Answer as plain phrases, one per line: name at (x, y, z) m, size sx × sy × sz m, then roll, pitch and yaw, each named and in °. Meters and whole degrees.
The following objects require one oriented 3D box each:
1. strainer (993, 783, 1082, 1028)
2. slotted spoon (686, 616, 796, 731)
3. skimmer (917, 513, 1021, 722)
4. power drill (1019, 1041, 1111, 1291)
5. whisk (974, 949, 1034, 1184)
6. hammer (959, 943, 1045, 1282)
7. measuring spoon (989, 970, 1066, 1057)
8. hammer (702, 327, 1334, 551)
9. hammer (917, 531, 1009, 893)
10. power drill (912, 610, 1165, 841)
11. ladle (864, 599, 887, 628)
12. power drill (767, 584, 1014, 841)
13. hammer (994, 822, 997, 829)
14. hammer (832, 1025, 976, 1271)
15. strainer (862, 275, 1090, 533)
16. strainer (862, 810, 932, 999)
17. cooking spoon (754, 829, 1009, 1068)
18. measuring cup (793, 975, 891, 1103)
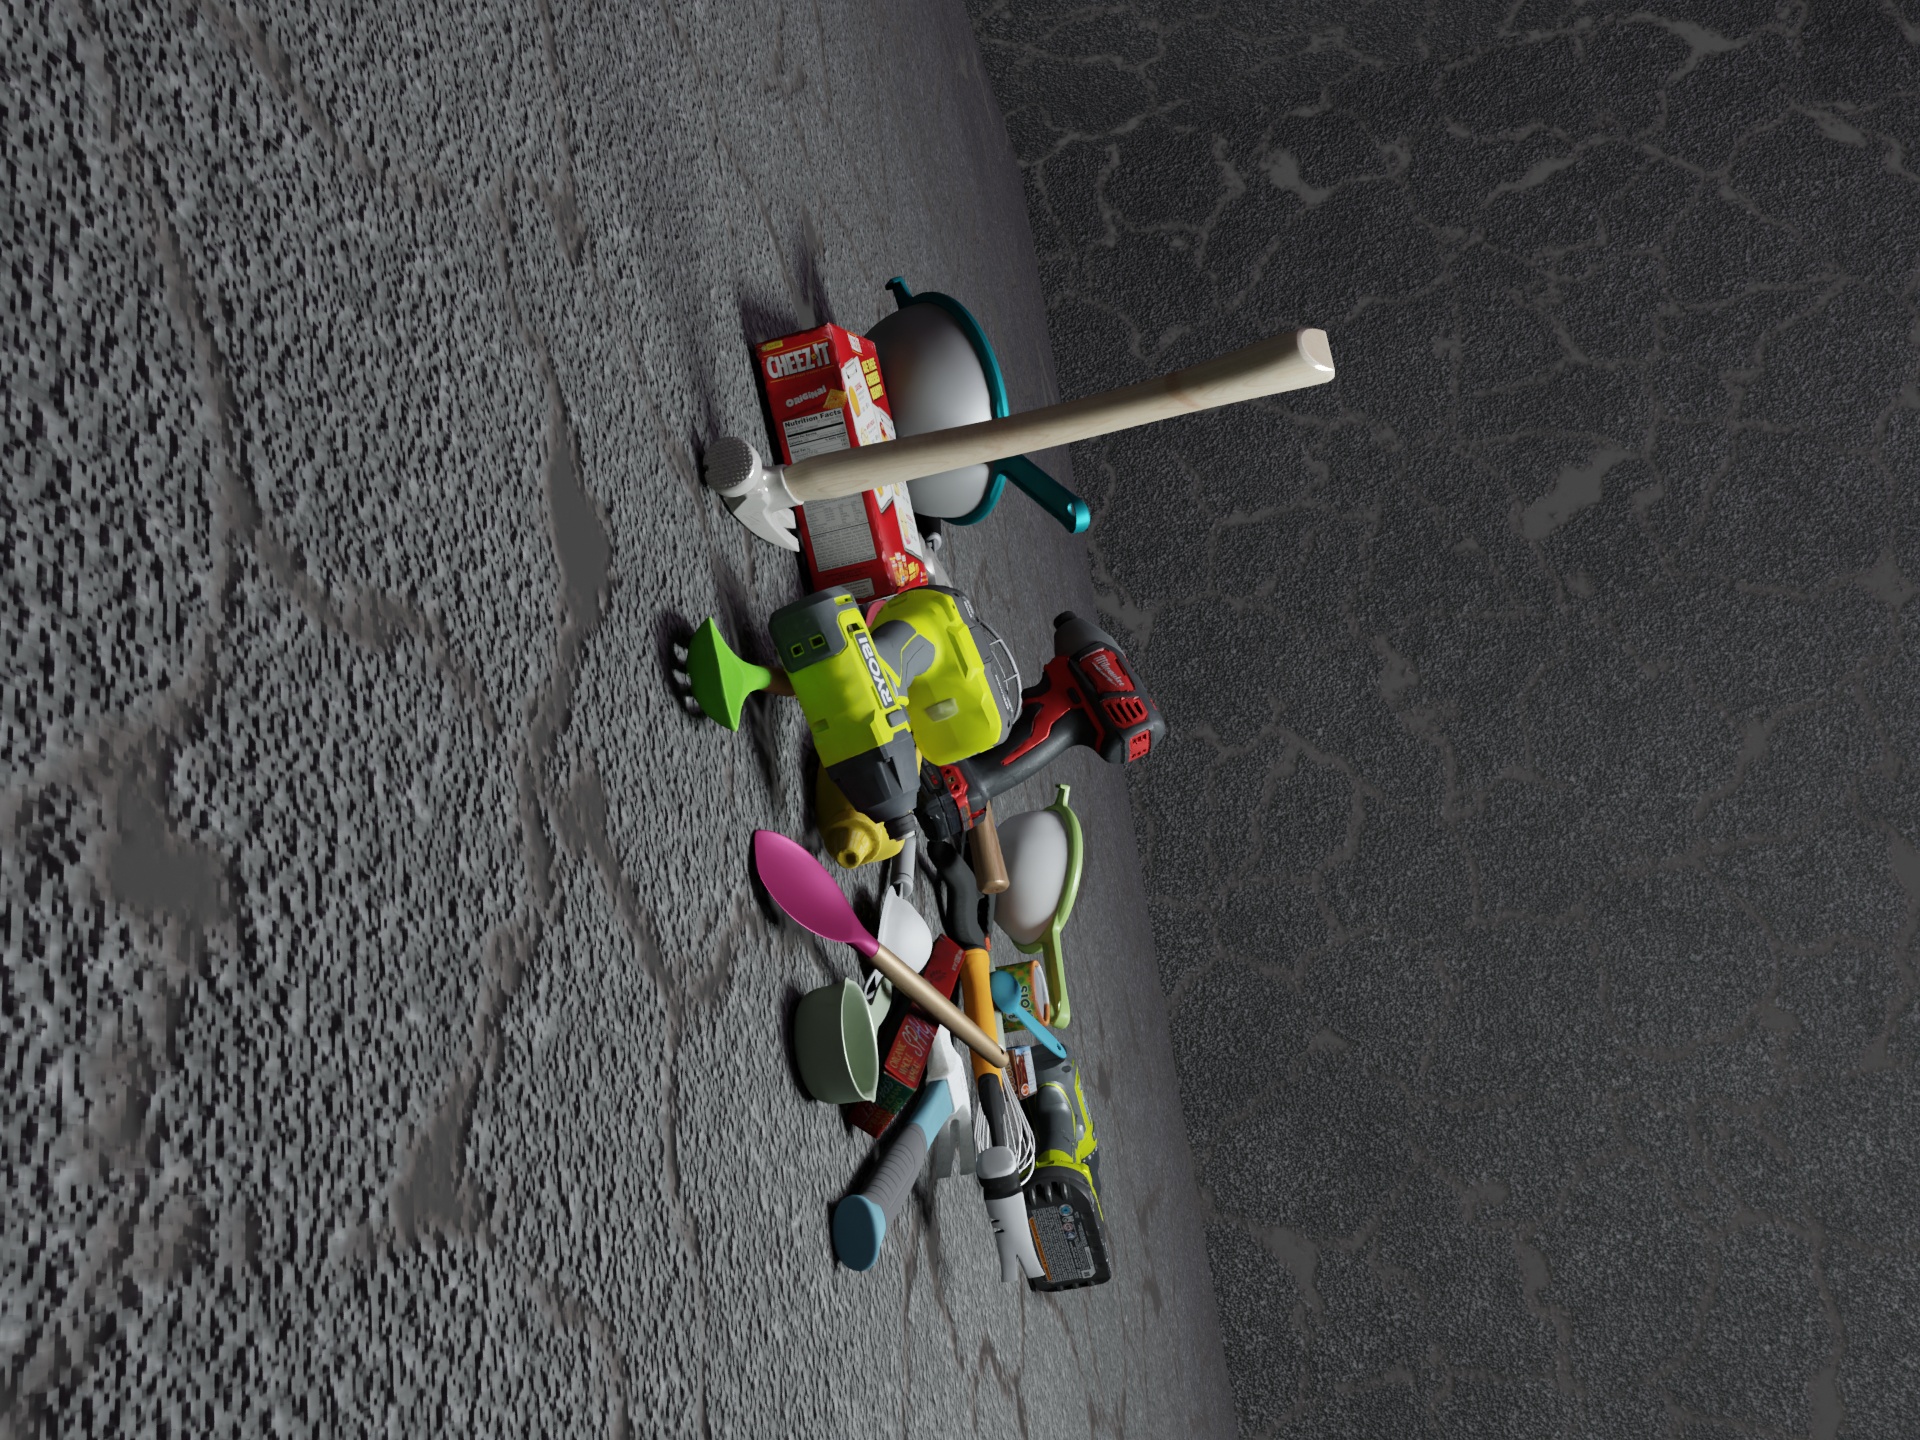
strainer at (0.060, 0.183, 1.517) m, size 0.257 × 0.069 × 0.151 m, roll -96°, pitch -151°, yaw -49°
slotted spoon at (-0.126, -0.025, 1.063) m, size 0.313 × 0.031 × 0.070 m, roll 5°, pitch 72°, yaw -80°
skimmer at (0.002, -0.141, 1.656) m, size 0.127 × 0.090 × 0.364 m, roll 109°, pitch -17°, yaw -44°
power drill at (0.106, 0.463, 1.604) m, size 0.229 × 0.080 × 0.190 m, roll -81°, pitch 157°, yaw -68°
whisk at (0.030, 0.313, 1.464) m, size 0.057 × 0.059 × 0.247 m, roll 120°, pitch -28°, yaw -44°
hammer at (0.026, 0.307, 1.343) m, size 0.337 × 0.034 × 0.127 m, roll -99°, pitch 178°, yaw -61°
measuring spoon at (0.070, 0.280, 1.510) m, size 0.128 × 0.021 × 0.042 m, roll 48°, pitch 23°, yaw -28°
hammer at (0.043, -0.191, 1.073) m, size 0.146 × 0.410 × 0.038 m, roll 42°, pitch 38°, yaw -73°
hammer at (-0.002, -0.005, 1.431) m, size 0.130 × 0.031 × 0.331 m, roll 44°, pitch 32°, yaw -66°
power drill at (0.046, -0.001, 1.339) m, size 0.078 × 0.219 × 0.143 m, roll 79°, pitch -15°, yaw -64°
ladle at (-0.090, -0.060, 1.277) m, size 0.315 × 0.031 × 0.069 m, roll -23°, pitch 96°, yaw -77°
power drill at (-0.042, -0.014, 1.130) m, size 0.171 × 0.080 × 0.223 m, roll 67°, pitch 22°, yaw -1°
hammer at (0.005, 0.076, 1.590) m, size 0.405 × 0.035 × 0.144 m, roll 59°, pitch 22°, yaw -60°
hammer at (-0.037, 0.308, 1.151) m, size 0.331 × 0.033 × 0.128 m, roll -27°, pitch 104°, yaw -78°
strainer at (-0.017, -0.237, 1.378) m, size 0.341 × 0.095 × 0.210 m, roll 46°, pitch -38°, yaw 44°
strainer at (-0.046, 0.136, 1.272) m, size 0.259 × 0.050 × 0.086 m, roll -89°, pitch 179°, yaw -60°
cooking spoon at (-0.049, 0.170, 1.096) m, size 0.318 × 0.017 × 0.069 m, roll 47°, pitch 22°, yaw -41°
measuring cup at (-0.075, 0.201, 1.061) m, size 0.167 × 0.038 × 0.083 m, roll -46°, pitch 124°, yaw -80°
